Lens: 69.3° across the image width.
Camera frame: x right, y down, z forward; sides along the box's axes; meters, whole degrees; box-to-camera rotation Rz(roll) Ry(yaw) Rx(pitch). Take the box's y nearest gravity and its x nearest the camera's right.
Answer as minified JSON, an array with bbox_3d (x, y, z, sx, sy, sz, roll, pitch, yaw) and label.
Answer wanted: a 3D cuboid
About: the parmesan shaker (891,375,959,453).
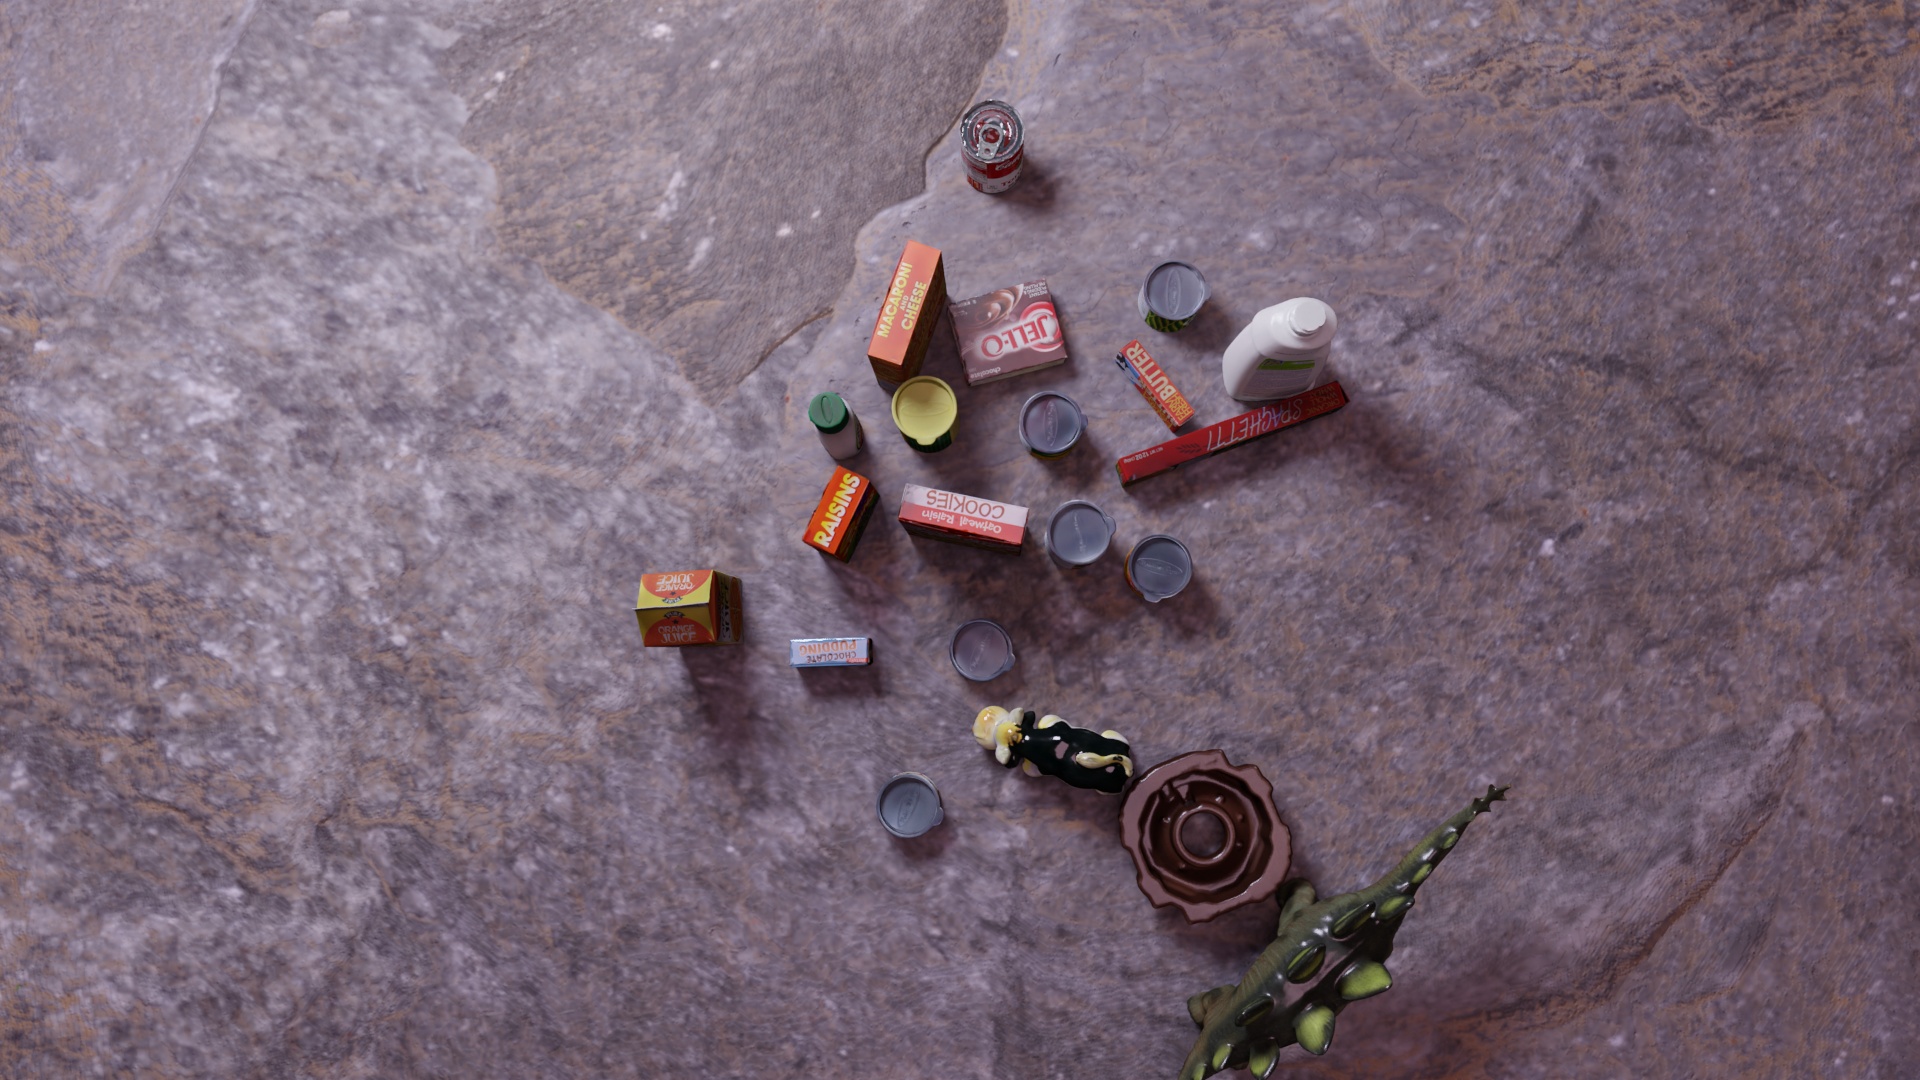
[{"bbox_3d":[-0.035,-0.127,1.452,0.071,0.103,0.071,0,85,1],"label":"parmesan shaker"}]

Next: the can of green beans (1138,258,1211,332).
[{"bbox_3d":[0.225,-0.260,1.481,0.071,0.058,0.071,0,85,1],"label":"can of green beans"}]

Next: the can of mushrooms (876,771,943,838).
[{"bbox_3d":[-0.051,0.276,1.448,0.071,0.033,0.071,0,85,1],"label":"can of mushrooms"}]

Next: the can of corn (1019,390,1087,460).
[{"bbox_3d":[0.098,-0.120,1.470,0.071,0.058,0.071,0,85,1],"label":"can of corn"}]

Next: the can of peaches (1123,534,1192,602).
[{"bbox_3d":[0.205,0.031,1.454,0.071,0.058,0.071,0,85,1],"label":"can of peaches"}]

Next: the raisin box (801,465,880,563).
[{"bbox_3d":[-0.122,-0.025,1.433,0.040,0.123,0.086,26,86,3],"label":"raisin box"}]

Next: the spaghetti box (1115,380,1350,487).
[{"bbox_3d":[0.285,-0.112,1.470,0.250,0.050,0.028,-20,85,-1],"label":"spaghetti box"}]

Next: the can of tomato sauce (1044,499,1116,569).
[{"bbox_3d":[0.123,-0.006,1.446,0.071,0.083,0.071,0,85,1],"label":"can of tomato sauce"}]

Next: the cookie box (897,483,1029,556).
[{"bbox_3d":[0.005,-0.018,1.408,0.123,0.167,0.040,11,86,2],"label":"cookie box"}]

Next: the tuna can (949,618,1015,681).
[{"bbox_3d":[0.024,0.116,1.462,0.071,0.033,0.071,0,85,1],"label":"tuna can"}]

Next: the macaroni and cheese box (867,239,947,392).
[{"bbox_3d":[-0.054,-0.225,1.430,0.040,0.166,0.124,19,86,3],"label":"macaroni and cheese box"}]

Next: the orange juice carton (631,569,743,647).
[{"bbox_3d":[-0.271,0.069,1.393,0.072,0.192,0.073,-3,85,1],"label":"orange juice carton"}]

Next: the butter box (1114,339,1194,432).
[{"bbox_3d":[0.206,-0.164,1.475,0.024,0.053,0.103,-38,85,-2],"label":"butter box"}]

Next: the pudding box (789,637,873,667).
[{"bbox_3d":[-0.135,0.118,1.457,0.084,0.049,0.030,-2,85,1],"label":"pudding box"}]

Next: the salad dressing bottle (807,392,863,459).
[{"bbox_3d":[-0.129,-0.121,1.431,0.044,0.147,0.064,-13,85,0],"label":"salad dressing bottle"}]
